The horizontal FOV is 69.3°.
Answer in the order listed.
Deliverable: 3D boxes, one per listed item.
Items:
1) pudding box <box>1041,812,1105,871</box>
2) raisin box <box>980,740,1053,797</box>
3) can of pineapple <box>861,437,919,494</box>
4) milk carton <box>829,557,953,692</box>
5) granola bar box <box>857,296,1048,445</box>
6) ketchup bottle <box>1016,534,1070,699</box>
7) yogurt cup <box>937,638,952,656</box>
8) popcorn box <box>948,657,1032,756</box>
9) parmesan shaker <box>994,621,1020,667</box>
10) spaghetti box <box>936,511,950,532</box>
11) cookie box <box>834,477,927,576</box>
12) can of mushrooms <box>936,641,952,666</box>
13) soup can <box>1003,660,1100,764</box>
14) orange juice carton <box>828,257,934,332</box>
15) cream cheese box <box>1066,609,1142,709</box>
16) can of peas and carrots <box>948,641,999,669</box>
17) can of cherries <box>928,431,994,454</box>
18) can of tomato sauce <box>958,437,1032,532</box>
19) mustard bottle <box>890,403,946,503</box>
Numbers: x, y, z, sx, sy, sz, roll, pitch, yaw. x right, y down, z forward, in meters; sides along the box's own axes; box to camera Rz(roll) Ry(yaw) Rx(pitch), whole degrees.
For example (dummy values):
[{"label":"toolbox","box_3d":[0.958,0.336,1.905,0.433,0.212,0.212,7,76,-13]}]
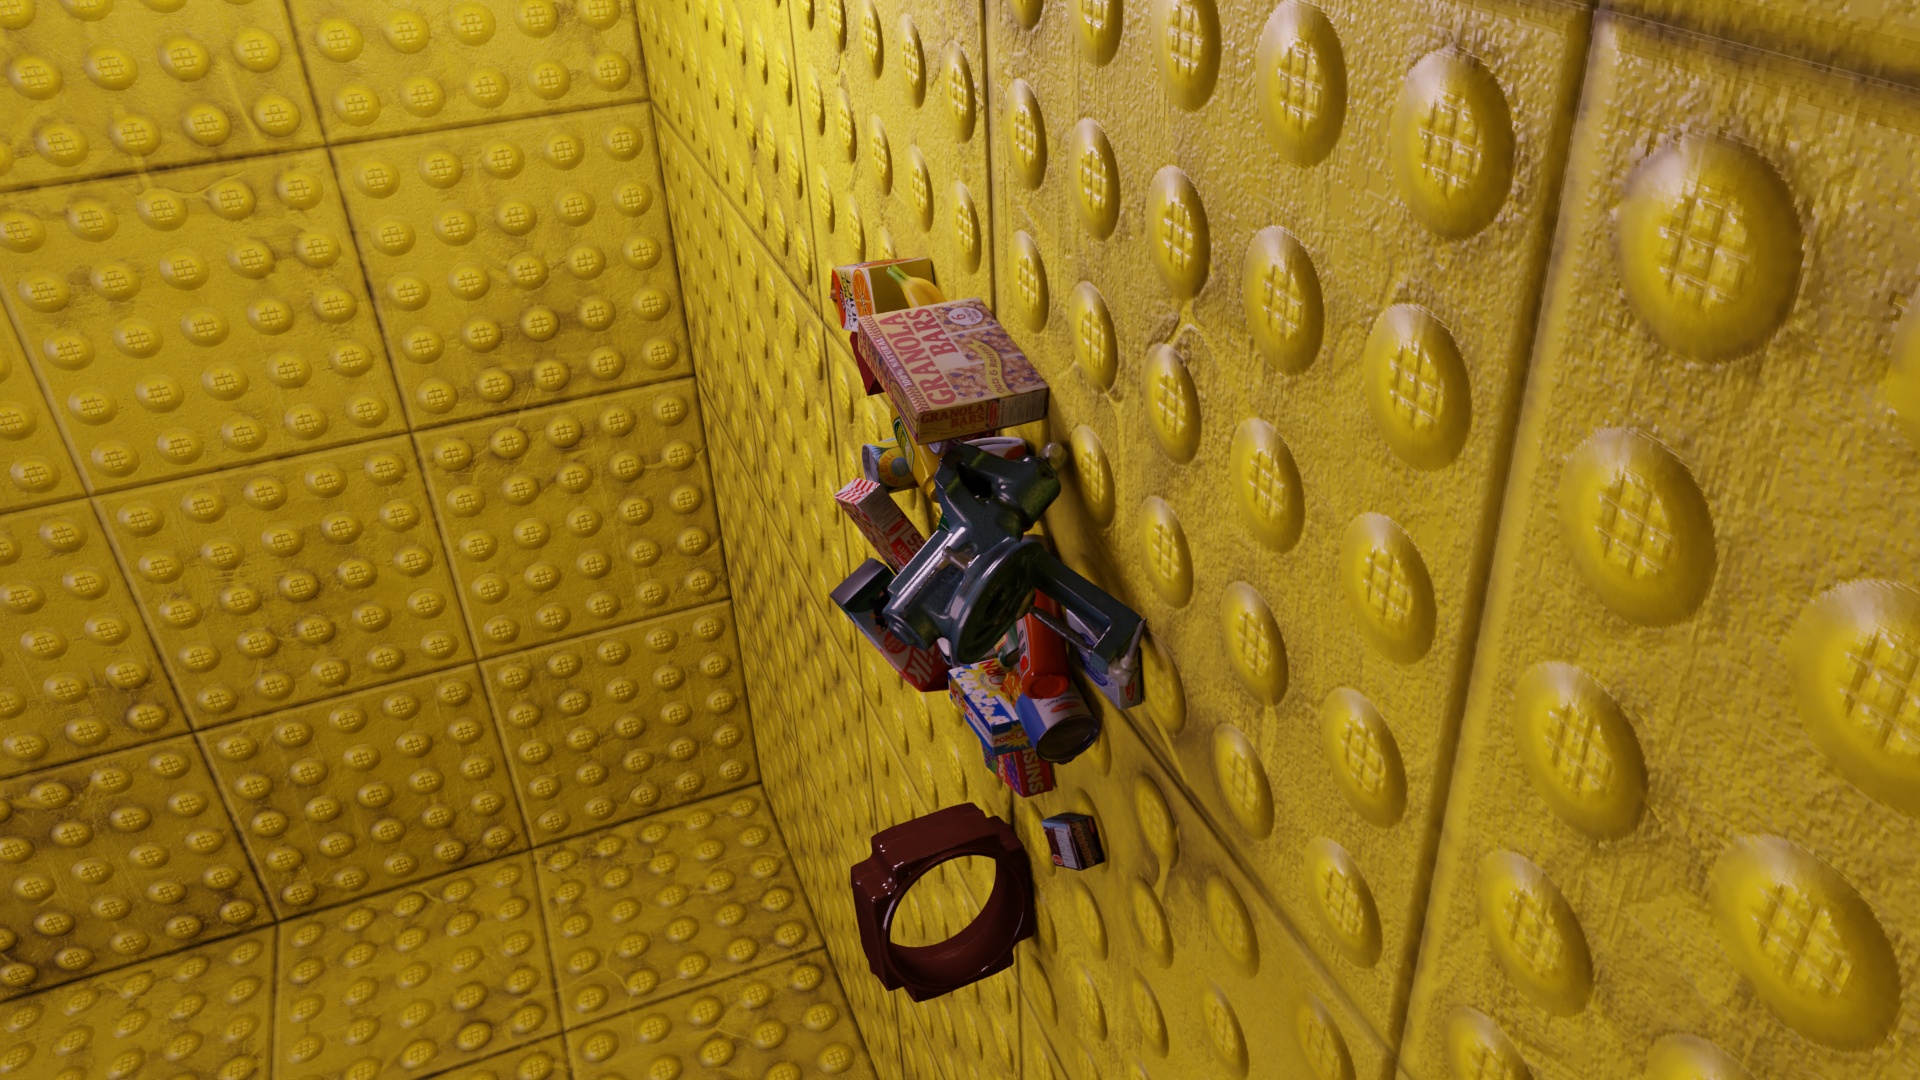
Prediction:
[{"label":"pudding box","box_3d":[0.113,0.303,1.403,0.083,0.030,0.049,147,107,-73]},{"label":"raisin box","box_3d":[0.057,0.219,1.505,0.123,0.040,0.086,-159,58,-72]},{"label":"can of pineapple","box_3d":[-0.081,-0.090,1.676,0.071,0.058,0.071,167,89,-73]},{"label":"milk carton","box_3d":[-0.067,0.116,1.698,0.190,0.073,0.072,50,170,-19]},{"label":"granola bar box","box_3d":[-0.010,-0.157,1.267,0.166,0.124,0.038,-121,25,-45]},{"label":"ketchup bottle","box_3d":[0.072,0.067,1.272,0.064,0.043,0.149,95,172,-61]},{"label":"yogurt cup","box_3d":[0.002,0.090,1.552,0.072,0.054,0.072,167,89,-74]},{"label":"popcorn box","box_3d":[0.048,0.164,1.406,0.127,0.085,0.038,-134,35,-60]},{"label":"parmesan shaker","box_3d":[0.052,0.062,1.341,0.071,0.071,0.103,108,145,-60]},{"label":"spaghetti box","box_3d":[0.005,-0.018,1.460,0.050,0.029,0.248,34,153,8]},{"label":"cookie box","box_3d":[-0.072,0.005,1.634,0.167,0.040,0.123,52,170,-15]},{"label":"can of mushrooms","box_3d":[-0.005,0.112,1.631,0.071,0.033,0.071,168,89,-74]},{"label":"soup can","box_3d":[0.085,0.159,1.313,0.071,0.071,0.084,93,157,-44]},{"label":"orange juice carton","box_3d":[-0.089,-0.271,1.531,0.193,0.072,0.072,-151,50,-68]},{"label":"cream cheese box","box_3d":[0.125,0.099,1.209,0.104,0.024,0.053,-135,36,-61]},{"label":"can of peas and carrots","box_3d":[0.025,0.126,1.499,0.071,0.059,0.071,167,89,-74]},{"label":"can of cherries","box_3d":[-0.003,-0.123,1.389,0.071,0.058,0.071,168,89,-73]},{"label":"can of tomato sauce","box_3d":[0.034,-0.051,1.310,0.071,0.071,0.083,-148,49,-67]},{"label":"mustard bottle","box_3d":[-0.033,-0.091,1.529,0.065,0.049,0.161,96,155,-54]}]
